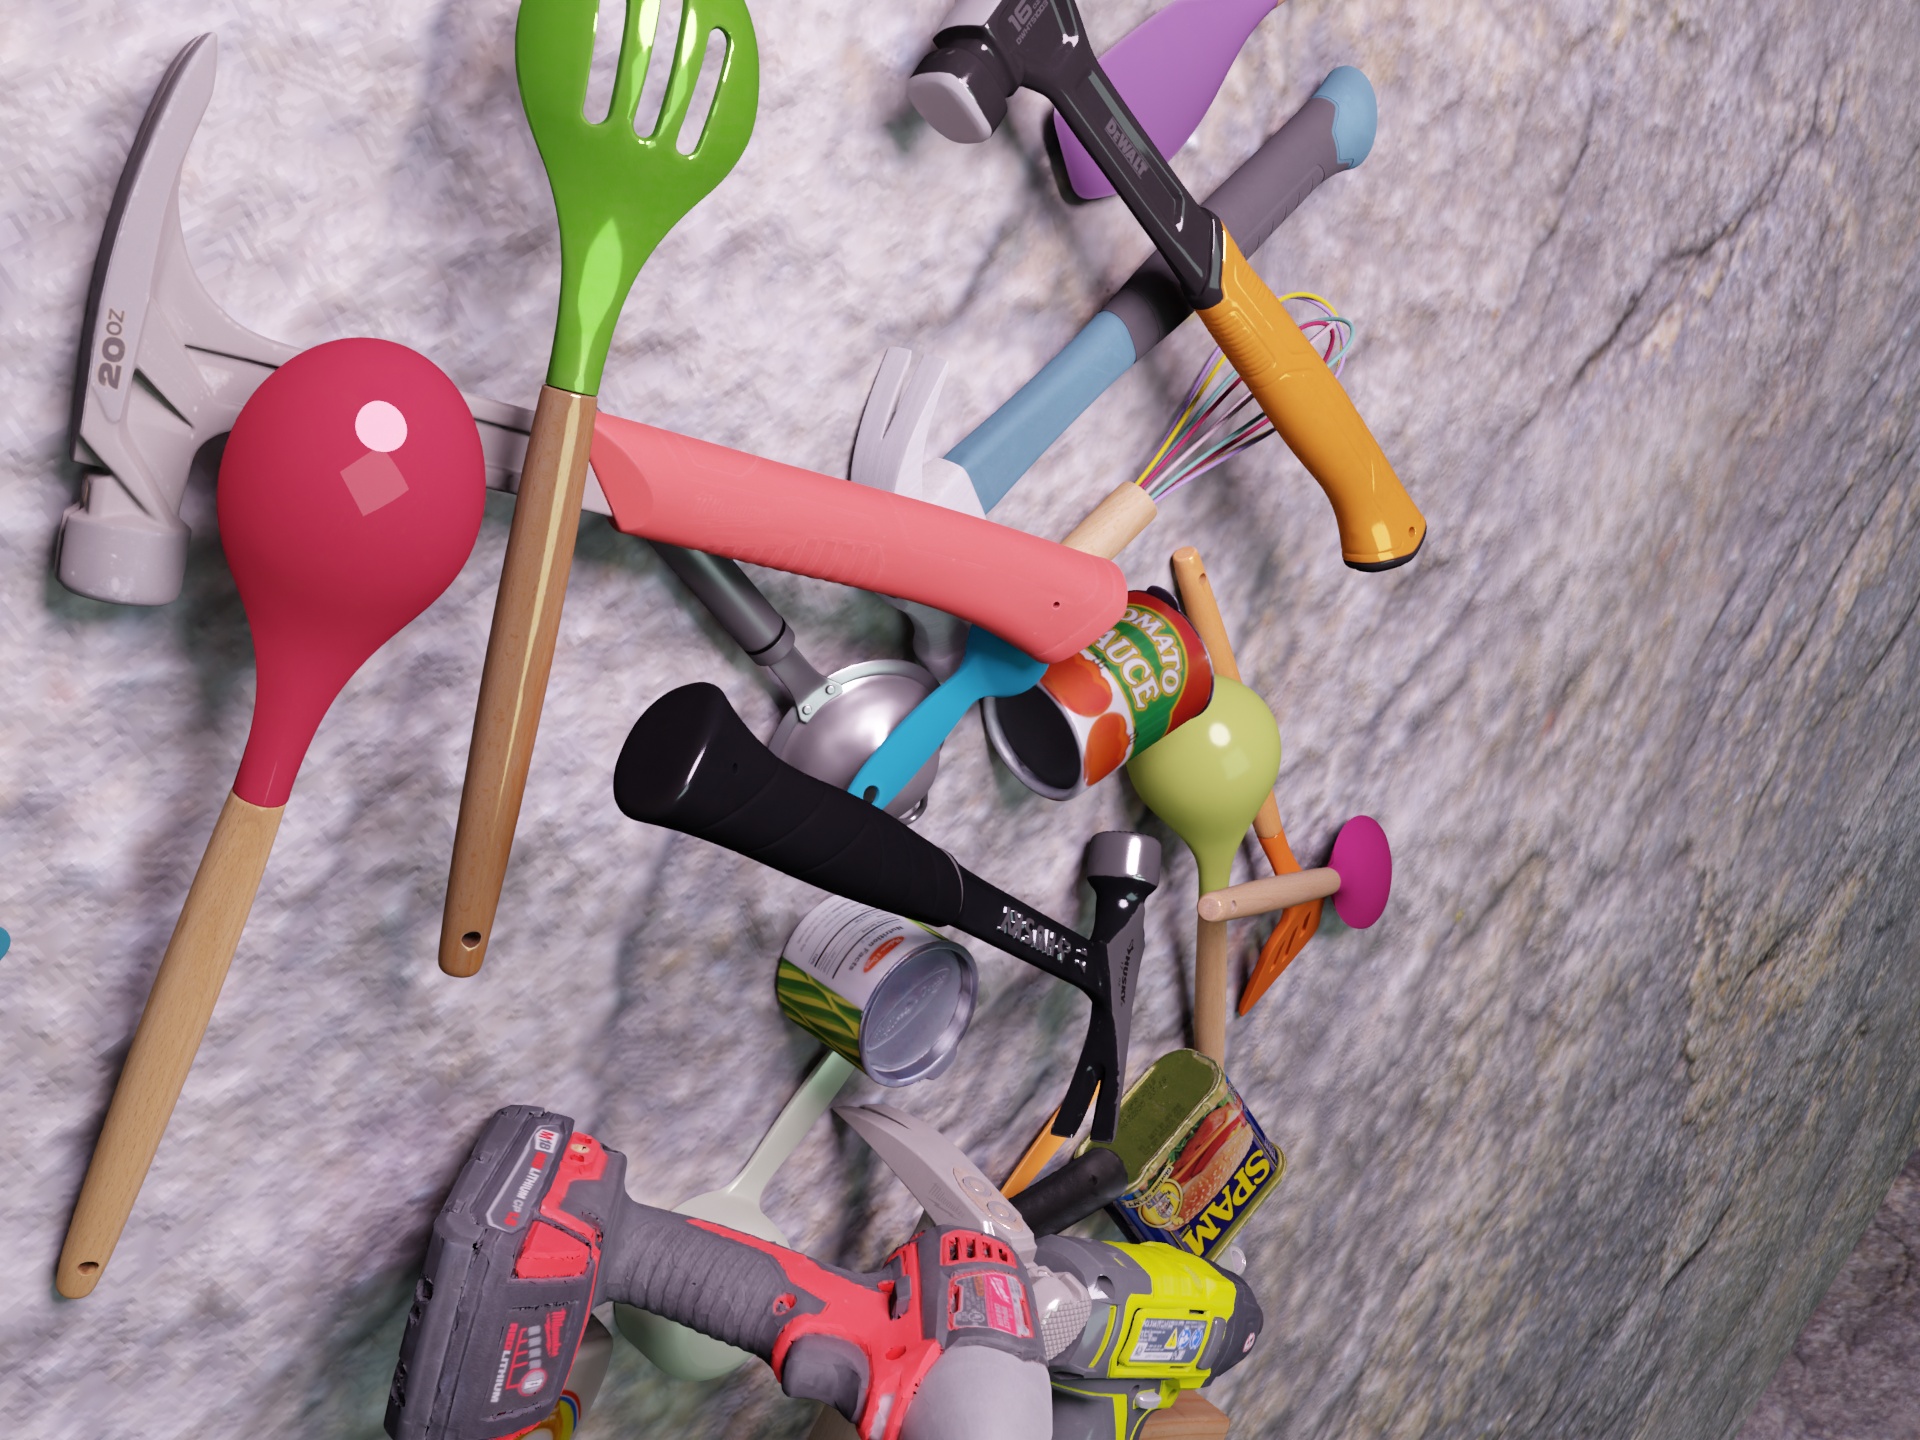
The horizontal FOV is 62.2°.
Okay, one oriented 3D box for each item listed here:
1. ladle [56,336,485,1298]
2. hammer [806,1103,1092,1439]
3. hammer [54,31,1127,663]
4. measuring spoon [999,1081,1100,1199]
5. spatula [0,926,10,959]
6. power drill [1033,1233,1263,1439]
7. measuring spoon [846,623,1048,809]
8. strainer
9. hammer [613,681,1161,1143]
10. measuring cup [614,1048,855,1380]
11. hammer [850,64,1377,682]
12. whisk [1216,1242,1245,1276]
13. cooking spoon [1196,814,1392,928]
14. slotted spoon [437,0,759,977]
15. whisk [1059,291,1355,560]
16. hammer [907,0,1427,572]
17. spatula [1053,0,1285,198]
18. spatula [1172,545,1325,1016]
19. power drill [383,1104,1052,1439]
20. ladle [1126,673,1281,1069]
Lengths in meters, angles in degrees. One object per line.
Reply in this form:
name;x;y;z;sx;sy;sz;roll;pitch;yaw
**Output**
ladle;-0.210;0.042;0.455;0.069;0.031;0.315;14;110;-37
hammer;-0.087;0.375;0.727;0.038;0.146;0.410;14;108;-48
hammer;-0.083;-0.082;0.517;0.358;0.037;0.149;10;102;-37
measuring spoon;0.042;0.224;0.843;0.117;0.011;0.021;-47;135;-24
spatula;-0.352;-0.004;0.334;0.082;0.044;0.317;-48;130;-17
power drill;0.061;0.354;0.738;0.171;0.080;0.223;25;85;-45
measuring spoon;-0.001;-0.002;0.621;0.129;0.021;0.042;-48;127;-31
strainer;-0.068;-0.023;0.597;0.087;0.050;0.258;-41;131;-4
hammer;-0.003;0.073;0.608;0.408;0.036;0.149;36;58;-60
measuring cup;-0.080;0.209;0.689;0.167;0.038;0.083;-55;137;-9
hammer;0.075;-0.169;0.676;0.331;0.033;0.128;-47;136;-20
whisk;0.101;0.329;0.925;0.246;0.059;0.058;13;61;-51
cooking spoon;0.192;0.089;0.862;0.318;0.017;0.069;2;87;-60
slotted spoon;-0.116;-0.070;0.460;0.070;0.031;0.313;7;105;-31
whisk;0.098;-0.111;0.720;0.245;0.051;0.047;-45;140;-17
hammer;0.114;-0.179;0.653;0.336;0.034;0.127;43;73;-38
spatula;0.148;-0.325;0.687;0.316;0.018;0.059;-45;137;-19
spatula;0.154;0.039;0.860;0.081;0.041;0.322;-42;129;-25
power drill;-0.074;0.215;0.557;0.219;0.143;0.078;15;99;-6
ladle;0.132;0.111;0.860;0.078;0.062;0.319;-12;130;-6
